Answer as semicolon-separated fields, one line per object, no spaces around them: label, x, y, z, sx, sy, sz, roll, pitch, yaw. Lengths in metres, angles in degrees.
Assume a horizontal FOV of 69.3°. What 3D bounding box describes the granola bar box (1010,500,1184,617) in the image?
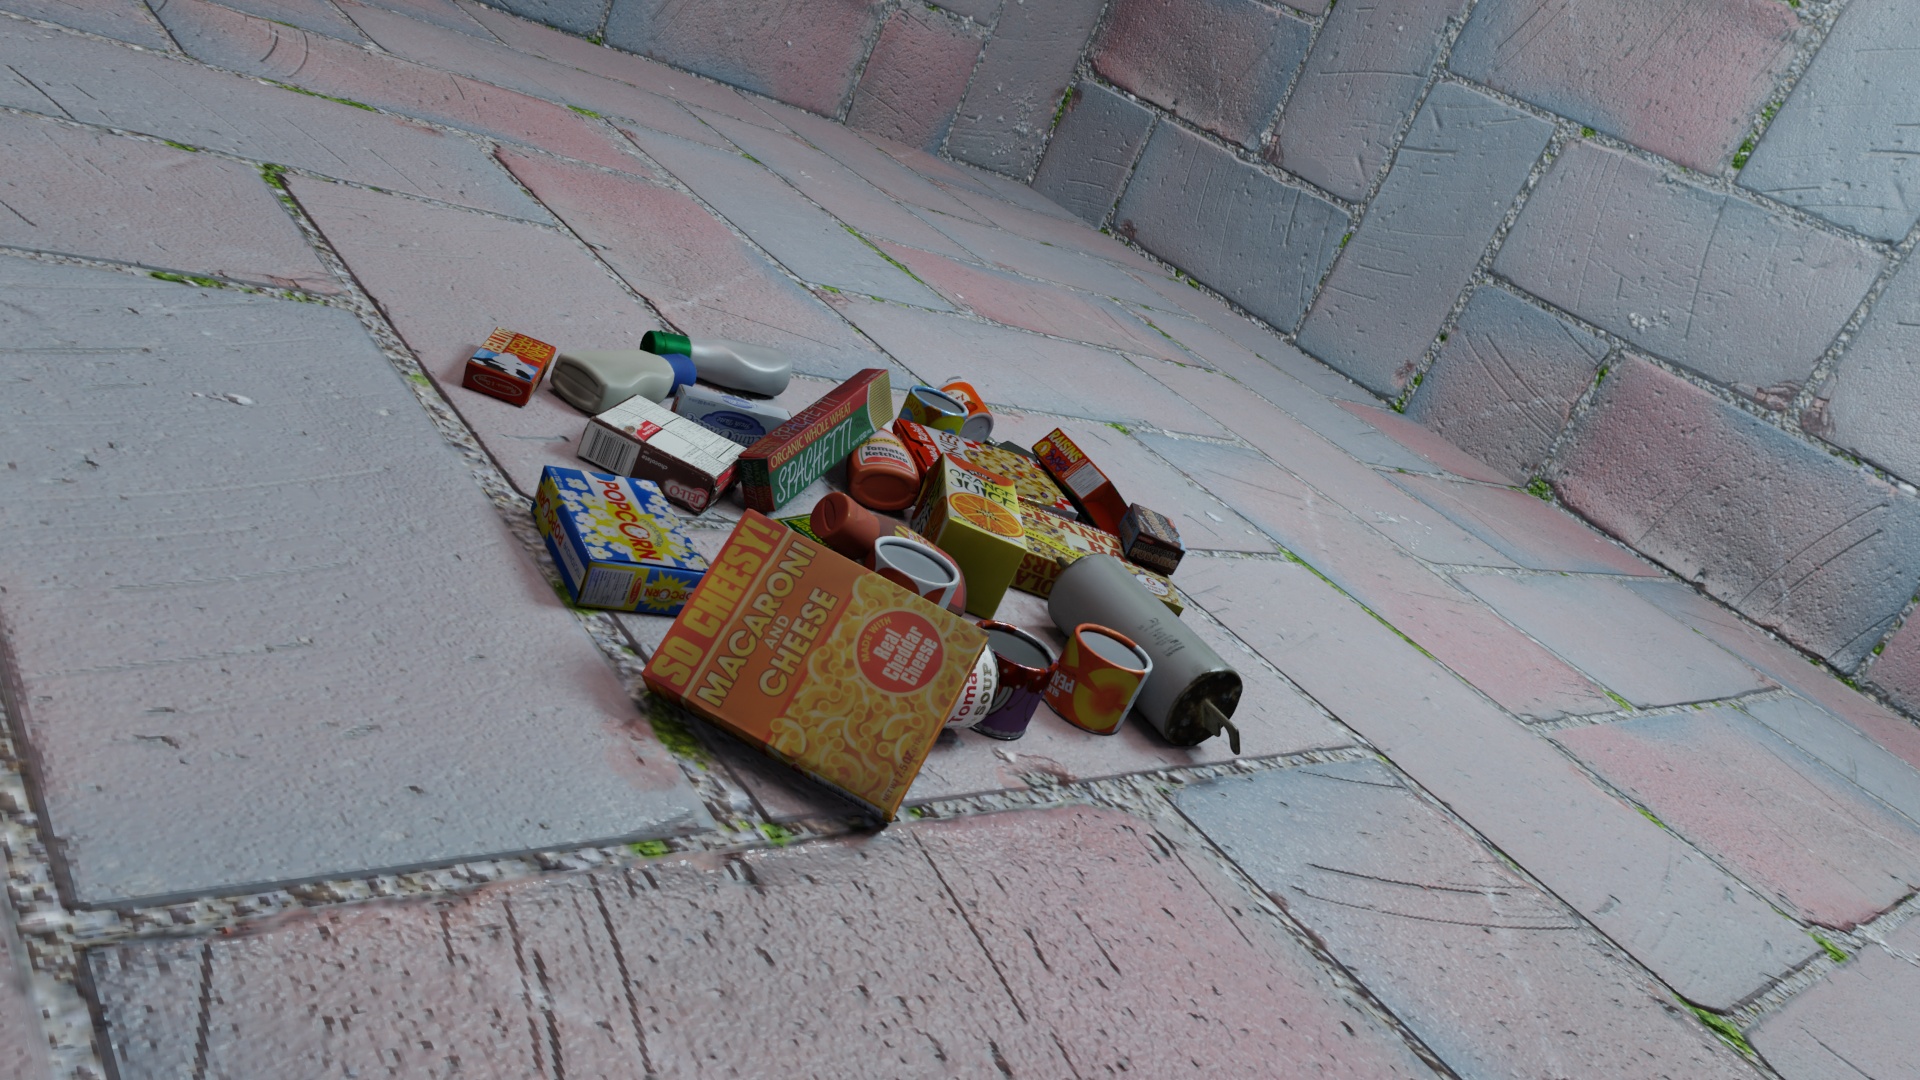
granola bar box;0.113;0.022;1.280;0.165;0.039;0.125;19;21;-16

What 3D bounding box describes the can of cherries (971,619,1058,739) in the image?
can of cherries;0.026;0.097;0.974;0.071;0.058;0.072;22;20;-9

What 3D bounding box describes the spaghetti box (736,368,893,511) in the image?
spaghetti box;-0.121;-0.092;1.213;0.028;0.050;0.251;3;24;21

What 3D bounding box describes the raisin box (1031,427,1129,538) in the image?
raisin box;0.129;-0.052;1.430;0.086;0.040;0.124;51;2;-38

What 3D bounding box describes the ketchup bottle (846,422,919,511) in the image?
ketchup bottle;-0.076;-0.076;1.296;0.065;0.043;0.149;10;23;-12

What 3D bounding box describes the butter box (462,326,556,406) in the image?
butter box;-0.374;-0.146;1.154;0.053;0.024;0.104;20;21;-13

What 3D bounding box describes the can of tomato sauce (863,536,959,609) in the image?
can of tomato sauce;-0.048;0.048;0.973;0.071;0.082;0.071;23;20;-9

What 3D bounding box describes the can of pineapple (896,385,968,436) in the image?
can of pineapple;-0.034;-0.120;1.432;0.071;0.057;0.071;22;21;-9

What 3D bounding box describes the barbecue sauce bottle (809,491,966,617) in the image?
barbecue sauce bottle;-0.053;0.012;1.029;0.148;0.043;0.065;37;32;-47

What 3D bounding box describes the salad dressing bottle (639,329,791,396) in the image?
salad dressing bottle;-0.238;-0.175;1.353;0.148;0.043;0.064;7;29;-38

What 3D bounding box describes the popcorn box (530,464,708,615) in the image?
popcorn box;-0.232;0.000;0.944;0.085;0.038;0.127;8;27;-36

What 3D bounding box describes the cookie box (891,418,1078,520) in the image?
cookie box;0.018;-0.060;1.369;0.167;0.040;0.123;15;23;-25

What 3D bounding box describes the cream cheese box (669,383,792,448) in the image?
cream cheese box;-0.200;-0.096;1.189;0.104;0.053;0.024;11;26;-33

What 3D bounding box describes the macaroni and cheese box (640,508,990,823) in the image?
macaroni and cheese box;-0.085;0.073;0.828;0.166;0.124;0.040;27;-21;7

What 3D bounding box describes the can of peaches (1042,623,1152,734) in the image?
can of peaches;0.101;0.103;1.046;0.071;0.058;0.071;23;21;-9

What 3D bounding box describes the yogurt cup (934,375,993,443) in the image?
yogurt cup;-0.001;-0.131;1.490;0.072;0.072;0.054;2;38;-46

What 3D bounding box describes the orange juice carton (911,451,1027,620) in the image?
orange juice carton;0.004;-0.015;1.196;0.072;0.072;0.193;22;21;-12

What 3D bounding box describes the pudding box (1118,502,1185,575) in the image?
pudding box;0.181;-0.002;1.318;0.050;0.030;0.084;23;20;-7

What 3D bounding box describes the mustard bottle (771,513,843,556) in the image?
mustard bottle;-0.104;0.006;1.058;0.065;0.048;0.161;35;23;15

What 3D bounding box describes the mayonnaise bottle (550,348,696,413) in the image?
mayonnaise bottle;-0.289;-0.143;1.222;0.065;0.041;0.148;33;21;16
